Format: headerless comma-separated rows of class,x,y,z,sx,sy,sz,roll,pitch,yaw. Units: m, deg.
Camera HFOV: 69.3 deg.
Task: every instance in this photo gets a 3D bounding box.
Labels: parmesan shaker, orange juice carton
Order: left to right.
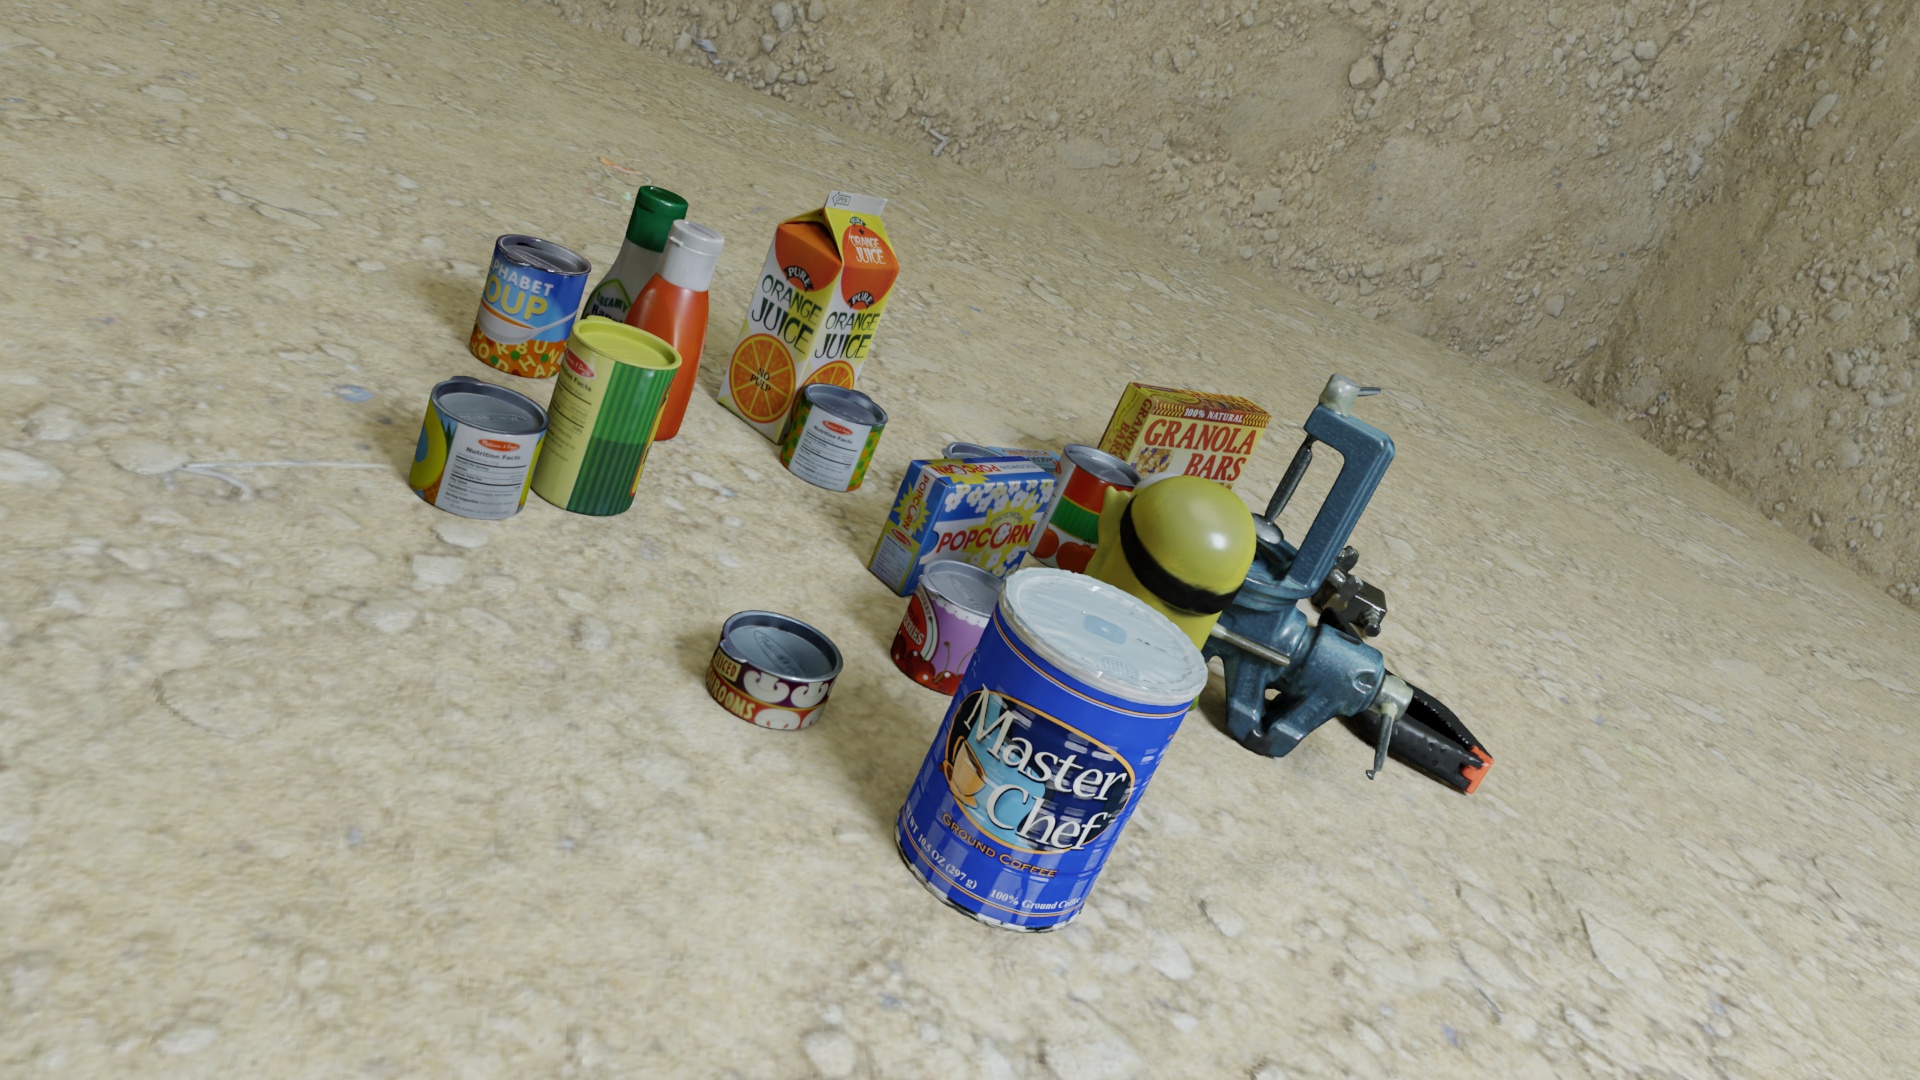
parmesan shaker,-0.219,-0.076,0.847,0.071,0.102,0.071,20,22,-8
orange juice carton,-0.110,-0.175,1.064,0.073,0.192,0.072,35,24,26

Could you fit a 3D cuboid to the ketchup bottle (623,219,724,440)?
ketchup bottle,-0.204,-0.147,0.963,0.065,0.148,0.044,34,24,25

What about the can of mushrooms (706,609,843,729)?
can of mushrooms,-0.100,0.068,0.731,0.071,0.033,0.071,20,22,-8

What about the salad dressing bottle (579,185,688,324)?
salad dressing bottle,-0.238,-0.184,1.016,0.064,0.147,0.044,32,23,20

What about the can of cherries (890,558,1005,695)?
can of cherries,-0.004,0.052,0.831,0.071,0.058,0.072,20,22,-8

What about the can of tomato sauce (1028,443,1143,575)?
can of tomato sauce,0.095,-0.022,1.065,0.071,0.082,0.071,20,22,-8

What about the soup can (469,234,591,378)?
soup can,-0.309,-0.166,0.990,0.071,0.083,0.071,20,22,-8

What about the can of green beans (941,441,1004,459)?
can of green beans,0.010,-0.033,1.040,0.071,0.057,0.071,20,22,-8

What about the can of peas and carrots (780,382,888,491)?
can of peas and carrots,-0.094,-0.078,1.036,0.071,0.058,0.071,20,22,-8

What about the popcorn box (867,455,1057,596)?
popcorn box,0.003,-0.012,0.948,0.038,0.085,0.127,37,25,30

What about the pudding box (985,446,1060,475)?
pudding box,0.048,-0.047,1.120,0.084,0.049,0.030,0,32,-46

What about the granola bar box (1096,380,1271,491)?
granola bar box,0.185,-0.070,1.211,0.166,0.123,0.039,1,31,-44

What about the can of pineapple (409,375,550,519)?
can of pineapple,-0.277,-0.053,0.798,0.071,0.057,0.071,20,22,-8
